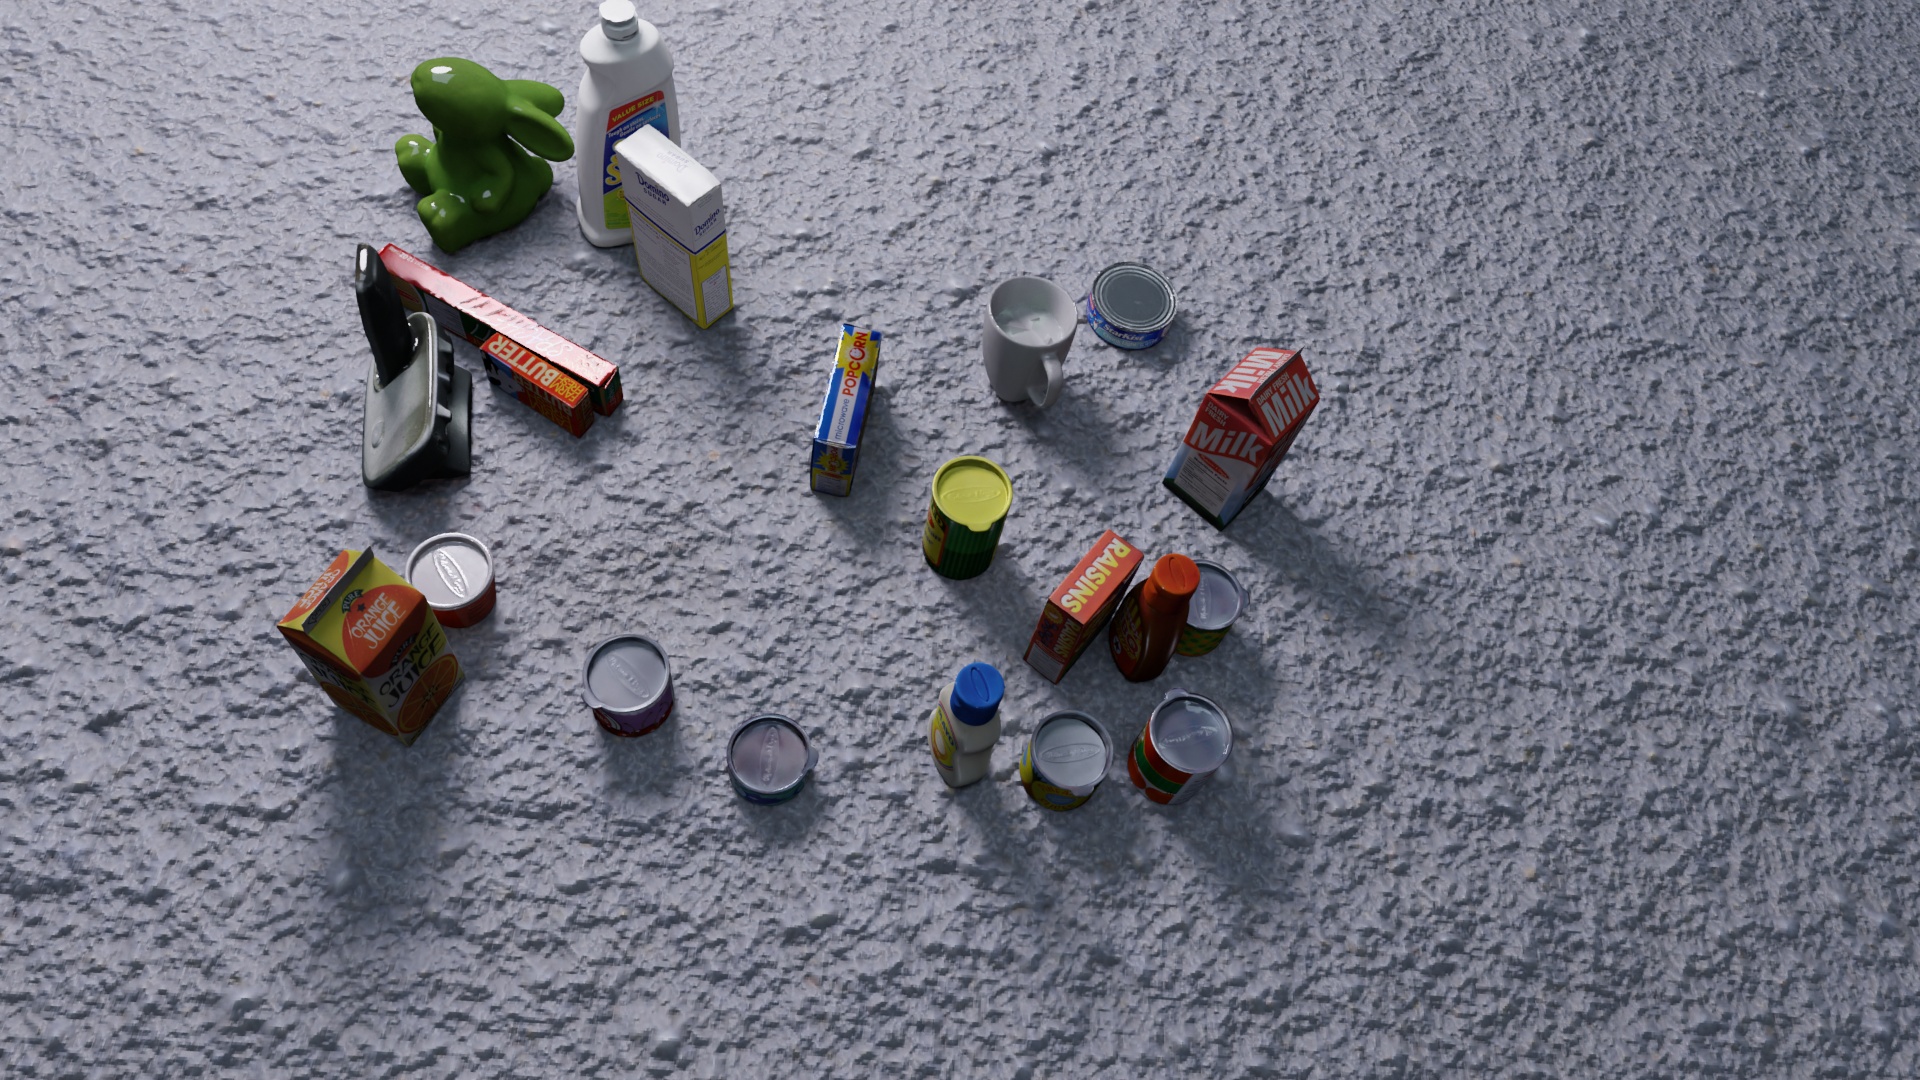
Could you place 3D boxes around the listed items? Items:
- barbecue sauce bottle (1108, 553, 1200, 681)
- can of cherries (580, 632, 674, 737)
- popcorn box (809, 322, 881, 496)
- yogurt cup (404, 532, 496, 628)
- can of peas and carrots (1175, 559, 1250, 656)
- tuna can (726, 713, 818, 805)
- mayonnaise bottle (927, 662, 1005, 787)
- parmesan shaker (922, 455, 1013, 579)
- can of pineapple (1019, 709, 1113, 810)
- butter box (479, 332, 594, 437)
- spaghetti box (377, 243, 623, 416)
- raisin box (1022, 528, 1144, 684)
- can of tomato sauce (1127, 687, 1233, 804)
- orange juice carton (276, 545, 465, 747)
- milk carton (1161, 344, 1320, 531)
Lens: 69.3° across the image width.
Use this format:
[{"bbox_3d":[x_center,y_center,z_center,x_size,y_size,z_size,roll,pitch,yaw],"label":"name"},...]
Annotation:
[{"bbox_3d":[0.158,0.059,1.125,0.044,0.147,0.065,-9,64,-13],"label":"barbecue sauce bottle"},{"bbox_3d":[-0.261,0.115,1.087,0.071,0.058,0.072,3,61,-6],"label":"can of cherries"},{"bbox_3d":[-0.101,-0.114,1.219,0.038,0.084,0.127,11,61,-2],"label":"popcorn box"},{"bbox_3d":[-0.405,0.035,1.113,0.072,0.053,0.073,3,61,-6],"label":"yogurt cup"},{"bbox_3d":[0.204,0.058,1.183,0.071,0.058,0.071,3,61,-6],"label":"can of peas and carrots"},{"bbox_3d":[-0.147,0.172,1.087,0.071,0.032,0.071,3,61,-6],"label":"tuna can"},{"bbox_3d":[0.005,0.137,1.061,0.041,0.147,0.065,-16,65,-16],"label":"mayonnaise bottle"},{"bbox_3d":[0.004,-0.015,1.170,0.071,0.102,0.071,3,61,-6],"label":"parmesan shaker"},{"bbox_3d":[0.083,0.177,1.102,0.071,0.057,0.071,3,61,-6],"label":"can of pineapple"},{"bbox_3d":[-0.368,-0.135,1.212,0.103,0.053,0.024,31,62,9],"label":"butter box"},{"bbox_3d":[-0.411,-0.187,1.236,0.250,0.050,0.029,28,62,8],"label":"spaghetti box"},{"bbox_3d":[0.099,0.056,1.133,0.040,0.122,0.086,38,63,12],"label":"raisin box"},{"bbox_3d":[0.172,0.165,1.106,0.071,0.082,0.071,3,61,-6],"label":"can of tomato sauce"},{"bbox_3d":[-0.428,0.073,1.010,0.073,0.191,0.072,28,62,7],"label":"orange juice carton"},{"bbox_3d":[0.245,-0.095,1.198,0.073,0.189,0.072,41,64,14],"label":"milk carton"}]
